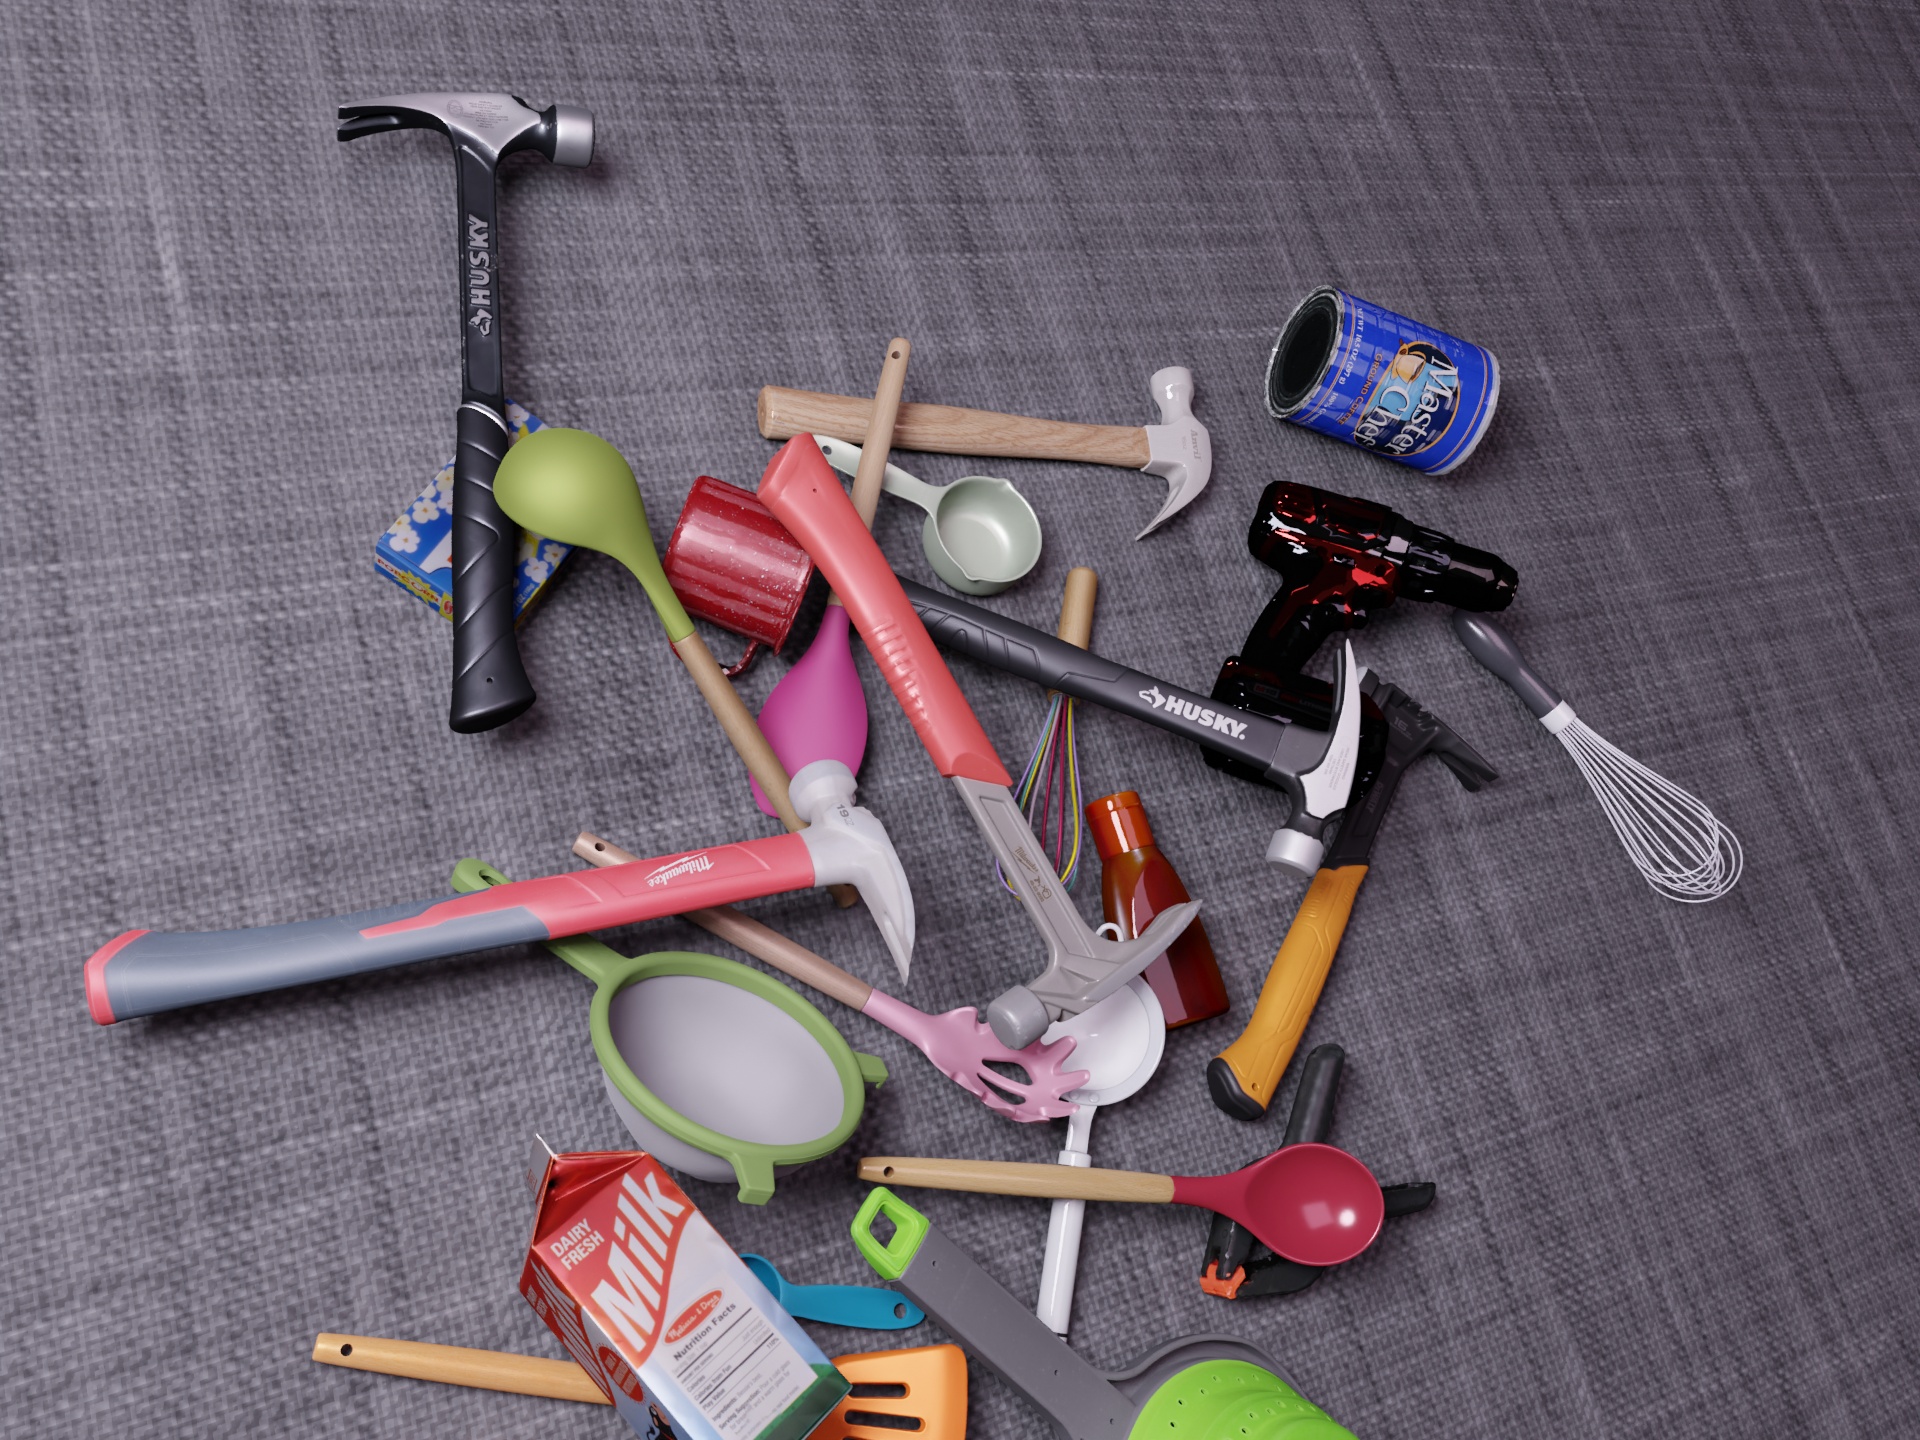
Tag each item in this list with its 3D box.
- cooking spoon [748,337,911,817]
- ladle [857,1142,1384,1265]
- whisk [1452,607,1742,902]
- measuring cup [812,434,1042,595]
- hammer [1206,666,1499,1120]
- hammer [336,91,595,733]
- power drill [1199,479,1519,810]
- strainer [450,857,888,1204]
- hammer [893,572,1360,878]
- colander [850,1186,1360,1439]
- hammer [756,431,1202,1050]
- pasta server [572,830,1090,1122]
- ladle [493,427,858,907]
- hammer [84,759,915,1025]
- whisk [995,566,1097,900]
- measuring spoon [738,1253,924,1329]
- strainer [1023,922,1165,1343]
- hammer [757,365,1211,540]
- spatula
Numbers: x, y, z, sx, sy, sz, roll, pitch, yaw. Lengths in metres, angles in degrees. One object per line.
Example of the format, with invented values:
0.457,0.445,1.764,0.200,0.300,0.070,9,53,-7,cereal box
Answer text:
-0.070,-0.092,0.976,0.069,0.017,0.319,10,74,6,cooking spoon
0.094,0.264,0.896,0.315,0.031,0.069,9,78,-17,ladle
0.466,0.022,1.183,0.070,0.070,0.284,-38,83,-31,whisk
-0.028,-0.137,1.035,0.167,0.038,0.083,25,62,-11,measuring cup
0.253,0.121,1.059,0.127,0.034,0.337,36,60,-6,hammer
-0.276,-0.188,0.901,0.149,0.036,0.409,1,69,-22,hammer
0.271,-0.055,1.084,0.188,0.080,0.227,18,59,9,power drill
-0.174,0.165,0.835,0.256,0.069,0.151,32,21,12,strainer
0.086,-0.031,0.987,0.335,0.035,0.146,22,76,5,hammer
0.108,0.375,0.827,0.397,0.094,0.205,44,50,-10,colander
-0.001,-0.003,0.903,0.149,0.037,0.359,-31,93,-29,hammer
-0.074,0.140,0.892,0.316,0.040,0.060,30,52,-4,pasta server
-0.150,-0.022,0.893,0.320,0.062,0.078,60,33,-18,ladle
-0.215,0.106,0.788,0.386,0.038,0.143,-9,44,-21,hammer
0.067,0.005,1.018,0.051,0.047,0.245,19,60,-15,whisk
-0.079,0.312,0.851,0.128,0.021,0.042,17,63,-27,measuring spoon
0.066,0.248,0.923,0.087,0.050,0.259,11,71,-2,strainer
0.025,-0.193,1.083,0.331,0.031,0.130,1,69,-23,hammer
-0.153,0.333,0.792,0.322,0.041,0.081,15,63,-17,spatula
